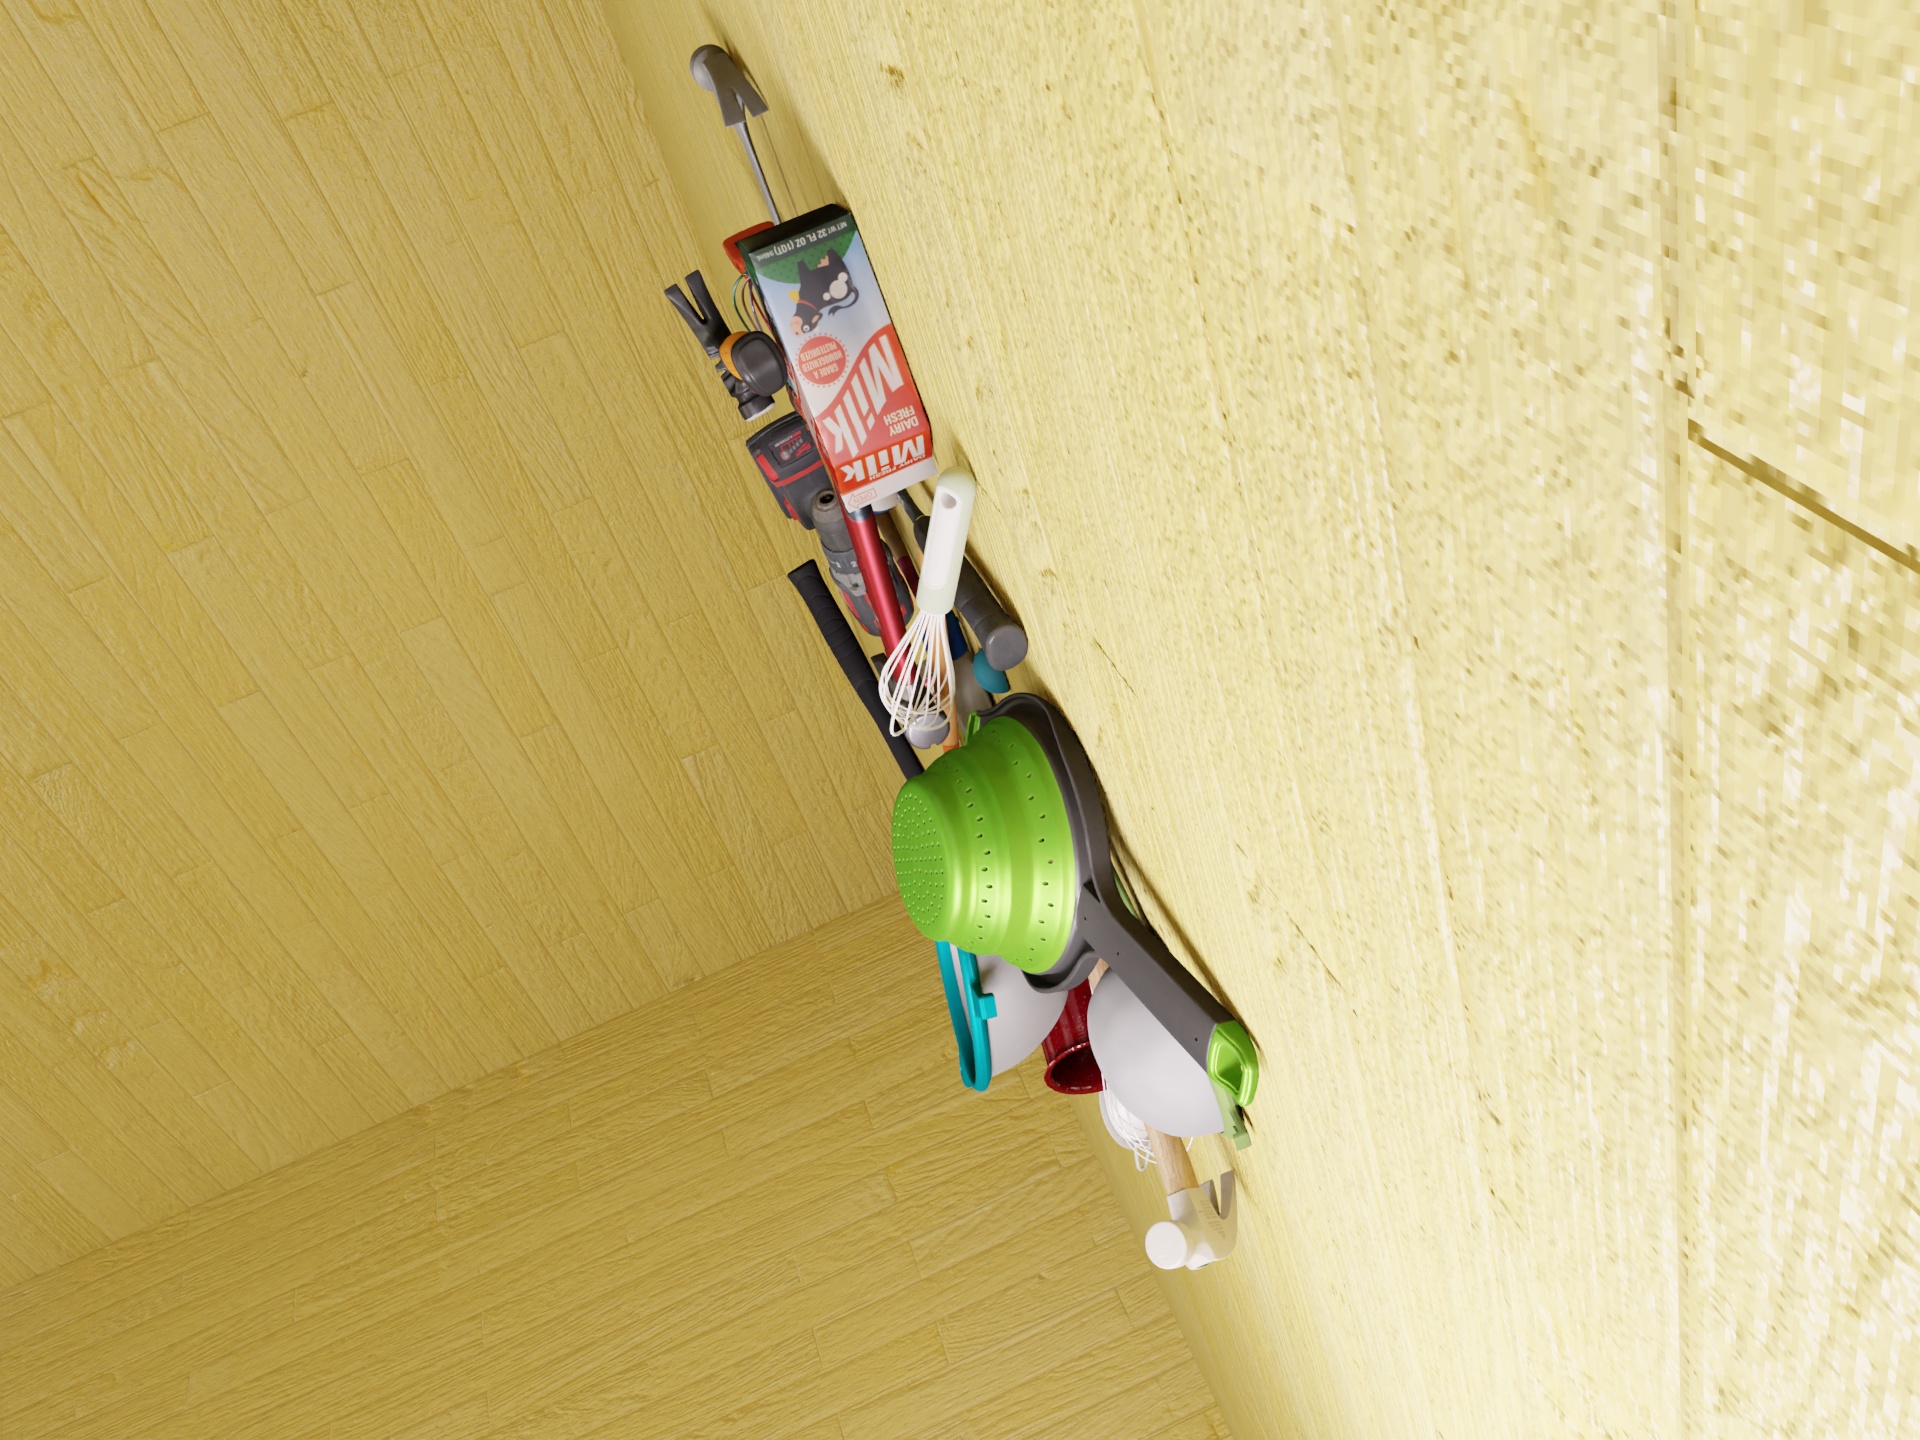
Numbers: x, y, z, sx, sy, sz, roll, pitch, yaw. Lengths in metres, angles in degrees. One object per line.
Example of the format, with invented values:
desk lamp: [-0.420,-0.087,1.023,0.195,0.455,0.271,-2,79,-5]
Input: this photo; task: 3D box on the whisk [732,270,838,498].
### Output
whisk: [-0.123,-0.261,1.276,0.047,0.051,0.244,53,168,46]

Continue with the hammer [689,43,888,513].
hammer: [-0.128,-0.350,1.331,0.144,0.035,0.405,-119,7,-54]

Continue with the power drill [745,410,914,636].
power drill: [-0.128,-0.205,1.536,0.227,0.080,0.187,59,178,36]

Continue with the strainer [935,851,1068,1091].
strainer: [0.036,0.216,1.306,0.340,0.095,0.211,86,171,-54]

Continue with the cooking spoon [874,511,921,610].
cooking spoon: [-0.067,-0.182,1.599,0.319,0.017,0.068,64,180,24]

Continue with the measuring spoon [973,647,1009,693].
measuring spoon: [0.016,-0.041,1.306,0.128,0.021,0.042,-152,39,-81]

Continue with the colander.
colander: [0.046,0.120,0.999,0.397,0.094,0.204,-135,44,-56]

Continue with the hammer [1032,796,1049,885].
hammer: [0.031,0.084,1.561,0.411,0.038,0.146,-121,23,-74]

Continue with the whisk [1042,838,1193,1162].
whisk: [0.115,0.212,1.262,0.070,0.070,0.285,84,166,-76]

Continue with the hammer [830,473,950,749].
hammer: [-0.083,-0.164,1.260,0.143,0.038,0.385,-119,11,-54]

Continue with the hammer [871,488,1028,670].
hammer: [-0.030,-0.153,1.200,0.409,0.036,0.149,-120,9,-54]

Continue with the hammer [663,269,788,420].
hammer: [-0.167,-0.276,1.177,0.127,0.034,0.337,59,177,-17]

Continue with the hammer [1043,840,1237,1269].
hammer: [0.126,0.236,1.176,0.130,0.031,0.332,23,-138,-55]

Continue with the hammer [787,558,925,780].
hammer: [-0.076,-0.013,1.496,0.335,0.035,0.146,60,-174,18]

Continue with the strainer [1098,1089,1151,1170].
strainer: [0.135,0.269,1.410,0.087,0.050,0.258,-8,-105,-49]

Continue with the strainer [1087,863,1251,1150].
strainer: [0.104,0.172,1.064,0.151,0.069,0.256,141,103,-86]

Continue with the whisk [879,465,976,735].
whisk: [-0.019,-0.073,1.053,0.058,0.059,0.246,30,142,14]

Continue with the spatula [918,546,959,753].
spatula: [-0.002,-0.004,1.370,0.081,0.041,0.322,-111,13,-71]
